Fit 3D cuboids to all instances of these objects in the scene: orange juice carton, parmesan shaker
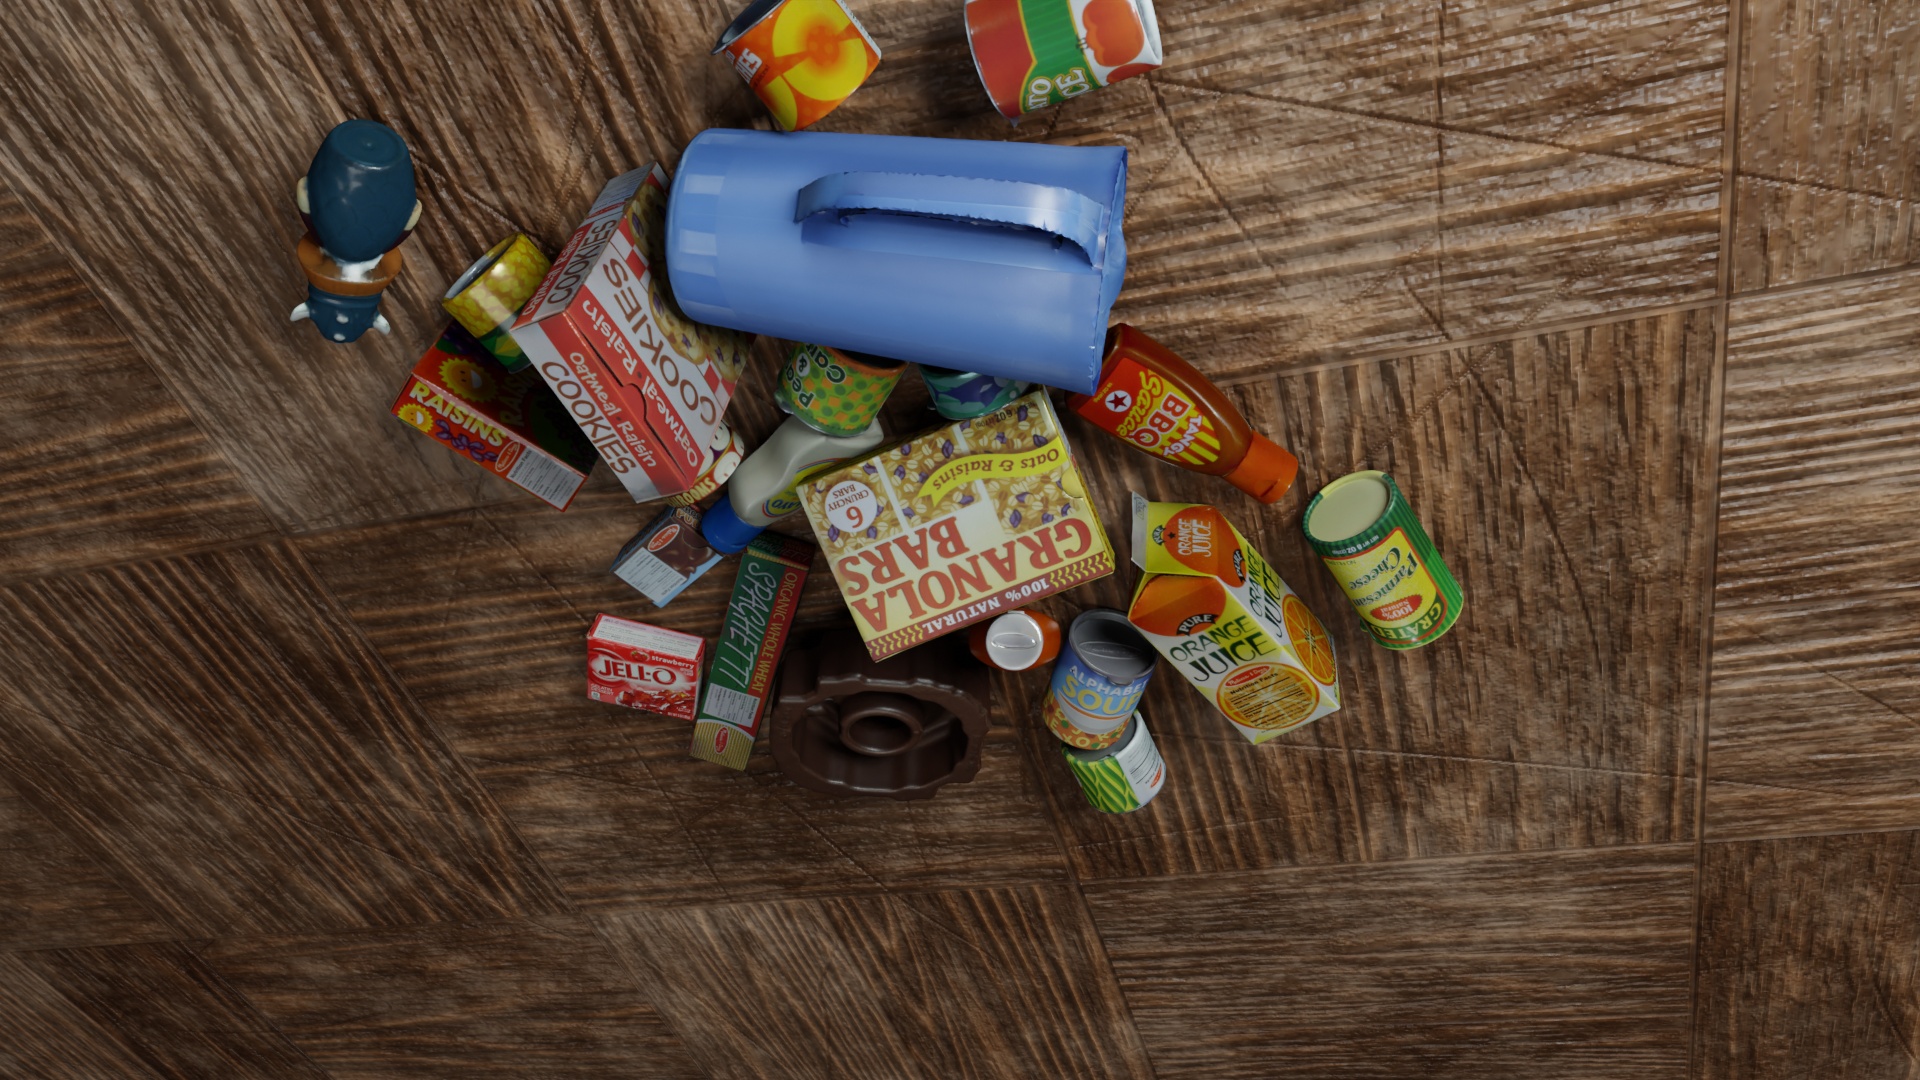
[{"bbox_3d":[0.174,0.048,0.941,0.073,0.072,0.192,-30,120,31],"label":"orange juice carton"},{"bbox_3d":[0.270,0.014,0.898,0.071,0.072,0.103,-24,123,28],"label":"parmesan shaker"}]

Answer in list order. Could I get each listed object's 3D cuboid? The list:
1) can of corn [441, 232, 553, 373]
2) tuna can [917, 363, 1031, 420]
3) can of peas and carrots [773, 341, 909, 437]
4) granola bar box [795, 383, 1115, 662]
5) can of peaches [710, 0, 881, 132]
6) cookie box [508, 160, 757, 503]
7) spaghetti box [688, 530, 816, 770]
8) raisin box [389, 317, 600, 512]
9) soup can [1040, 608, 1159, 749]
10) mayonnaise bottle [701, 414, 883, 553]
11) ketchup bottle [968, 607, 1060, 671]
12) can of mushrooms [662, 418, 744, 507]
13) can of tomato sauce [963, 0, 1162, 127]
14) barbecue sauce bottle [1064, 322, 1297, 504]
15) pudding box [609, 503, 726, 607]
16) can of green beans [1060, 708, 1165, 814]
[{"bbox_3d":[-0.272,-0.147,0.852,0.071,0.071,0.058,-25,122,28],"label":"can of corn"},{"bbox_3d":[0.007,-0.105,0.840,0.071,0.071,0.032,-12,127,19],"label":"tuna can"},{"bbox_3d":[-0.073,-0.107,0.851,0.071,0.071,0.058,26,129,-13],"label":"can of peas and carrots"},{"bbox_3d":[-0.002,-0.011,0.867,0.165,0.039,0.124,-21,102,9],"label":"granola bar box"},{"bbox_3d":[-0.085,-0.255,0.724,0.071,0.071,0.058,-26,123,28],"label":"can of peaches"},{"bbox_3d":[-0.177,-0.121,0.791,0.040,0.168,0.122,-16,127,21],"label":"cookie box"},{"bbox_3d":[-0.162,0.089,1.065,0.050,0.029,0.248,18,132,-6],"label":"spaghetti box"},{"bbox_3d":[-0.291,-0.084,0.898,0.123,0.086,0.040,33,122,-18],"label":"raisin box"},{"bbox_3d":[0.099,0.103,1.002,0.071,0.072,0.083,14,132,-3],"label":"soup can"},{"bbox_3d":[-0.118,-0.042,0.924,0.065,0.041,0.147,-5,154,-49],"label":"mayonnaise bottle"},{"bbox_3d":[0.037,0.066,0.940,0.065,0.149,0.043,2,87,3],"label":"ketchup bottle"},{"bbox_3d":[-0.178,-0.054,0.915,0.071,0.071,0.033,-21,126,25],"label":"can of mushrooms"},{"bbox_3d":[0.053,-0.255,0.699,0.083,0.071,0.071,-14,127,20],"label":"can of tomato sauce"},{"bbox_3d":[0.140,-0.073,0.860,0.148,0.044,0.064,29,128,-16],"label":"barbecue sauce bottle"},{"bbox_3d":[-0.208,0.009,1.003,0.049,0.030,0.083,39,126,-21],"label":"pudding box"},{"bbox_3d":[0.116,0.164,1.057,0.071,0.071,0.057,-13,127,21],"label":"can of green beans"}]
